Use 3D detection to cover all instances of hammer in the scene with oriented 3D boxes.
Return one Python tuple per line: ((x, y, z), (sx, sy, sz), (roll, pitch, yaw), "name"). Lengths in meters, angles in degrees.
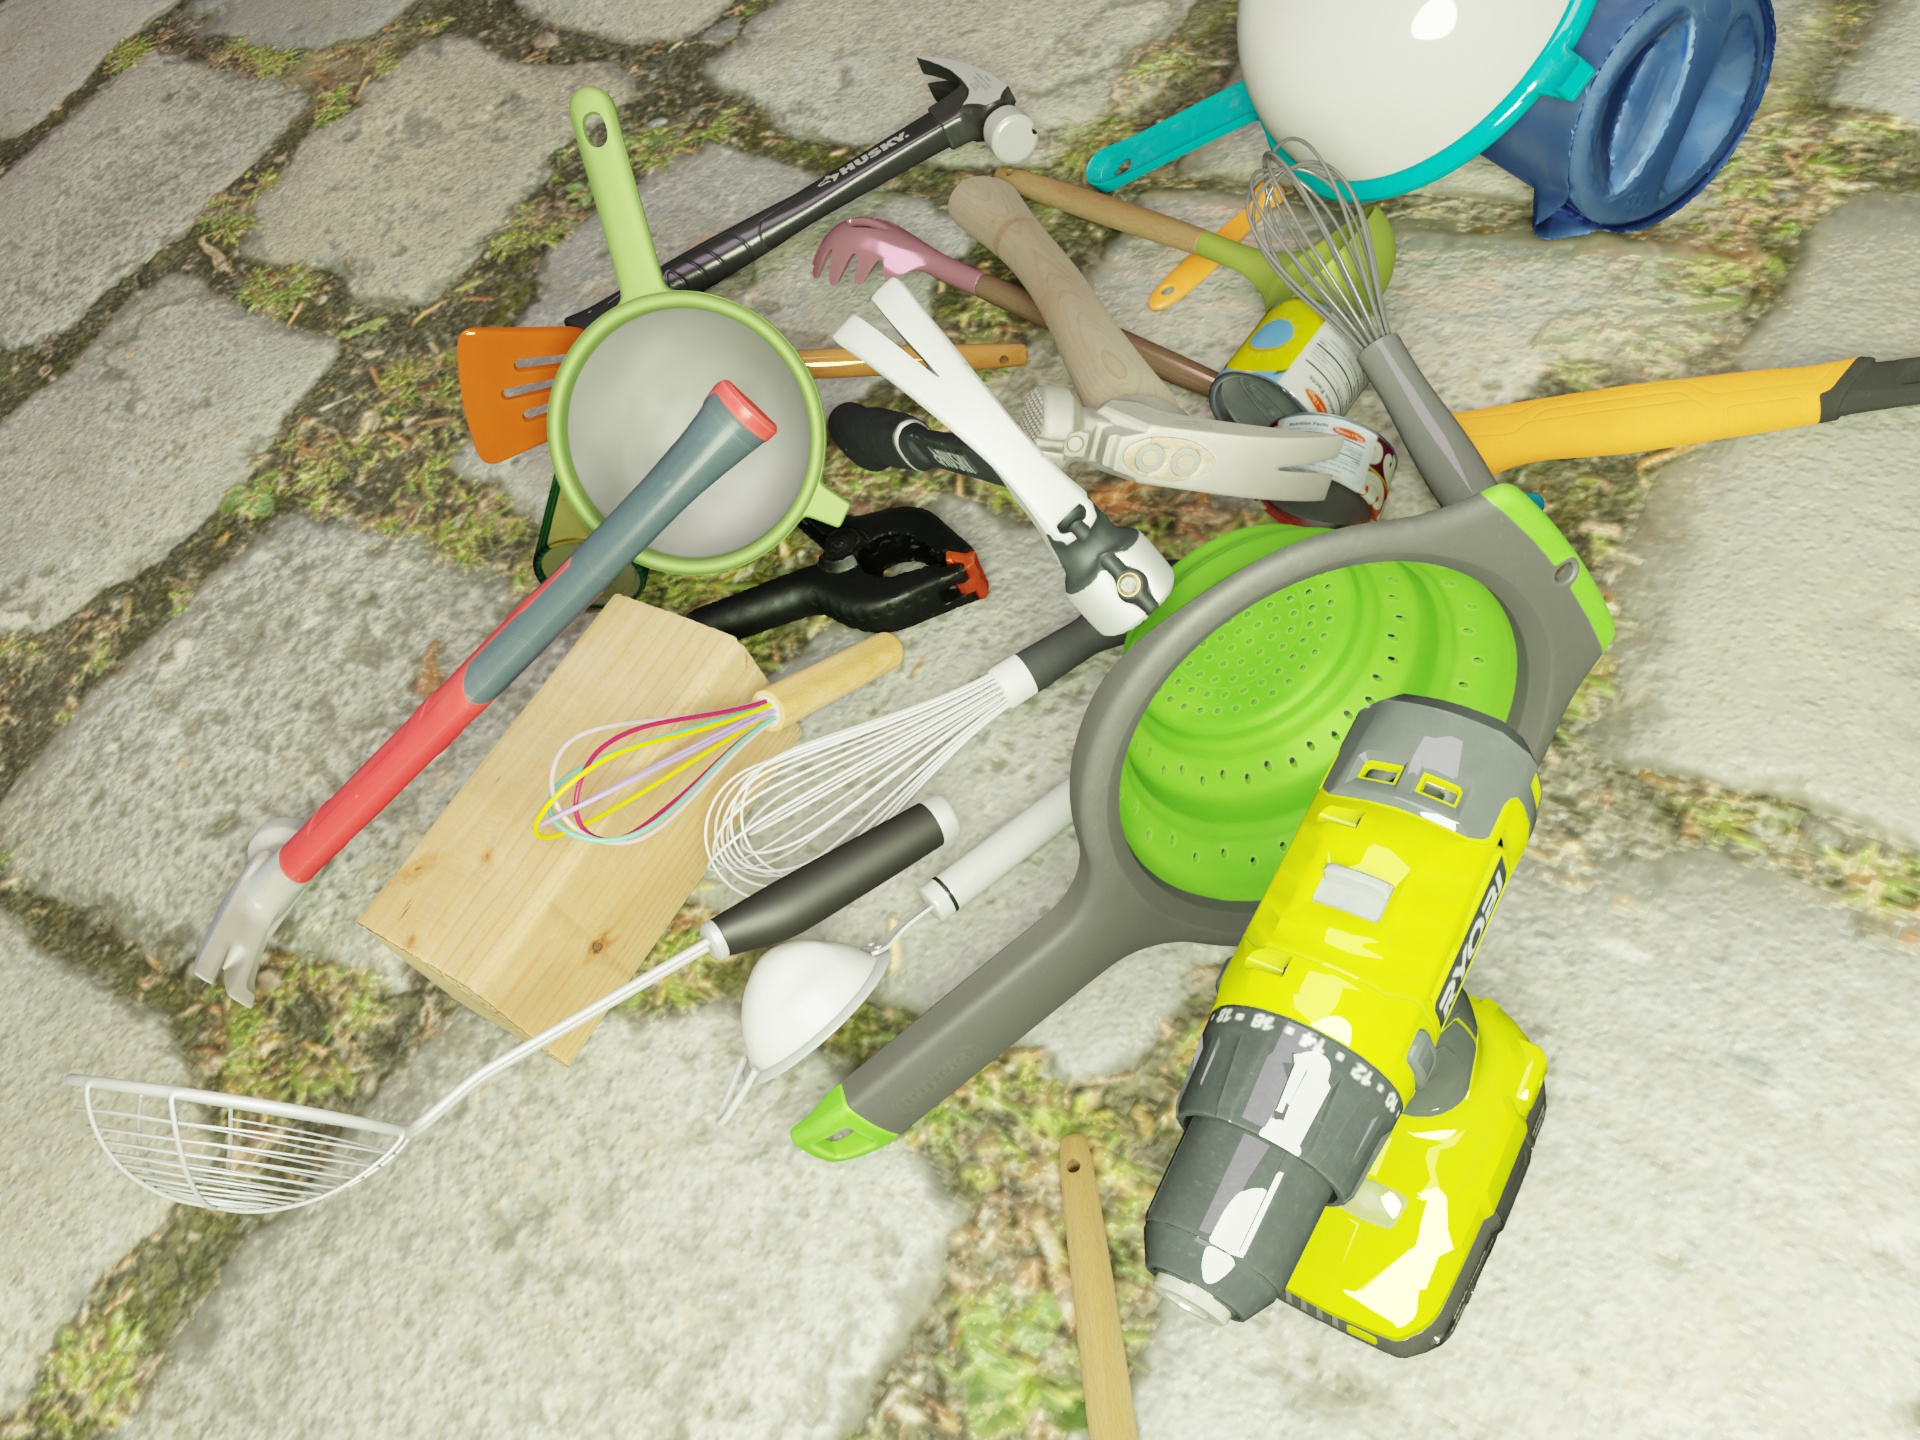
((0.067, -0.222, 0.855), (0.146, 0.038, 0.411), (4, 32, -15), "hammer")
((0.389, -0.159, 0.752), (0.337, 0.034, 0.127), (-6, 55, 17), "hammer")
((-0.021, -0.131, 0.745), (0.036, 0.149, 0.409), (-44, 17, 0), "hammer")
((-0.237, -0.018, 0.792), (0.386, 0.038, 0.143), (-43, 25, 11), "hammer")
((-0.118, -0.341, 1.072), (0.335, 0.035, 0.146), (-29, 44, 2), "hammer")

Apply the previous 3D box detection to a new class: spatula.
((-0.120, -0.200, 0.918), (0.322, 0.081, 0.041), (-4, 34, -6), "spatula")

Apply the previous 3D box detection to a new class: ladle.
((0.058, 0.296, 0.563), (0.069, 0.031, 0.316), (-13, 51, 9), "ladle")
((0.120, -0.294, 0.930), (0.078, 0.062, 0.320), (-48, 48, -8), "ladle")

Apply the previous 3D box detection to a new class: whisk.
((0.205, -0.181, 0.770), (0.055, 0.055, 0.239), (-27, 77, 1), "whisk")
((-0.001, -0.002, 0.784), (0.284, 0.070, 0.070), (-32, 51, -9), "whisk")
((-0.104, 0.001, 0.751), (0.051, 0.047, 0.245), (20, 31, 29), "whisk")

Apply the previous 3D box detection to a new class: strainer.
((0.174, -0.379, 0.871), (0.340, 0.095, 0.211), (-11, 68, 46), "strainer")
((-0.158, -0.209, 0.865), (0.151, 0.256, 0.069), (-13, 12, 8), "strainer")
((-0.018, 0.085, 0.725), (0.258, 0.050, 0.087), (-36, 10, -16), "strainer")

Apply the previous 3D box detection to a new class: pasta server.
((0.033, -0.243, 0.949), (0.316, 0.040, 0.060), (31, 42, 28), "pasta server")

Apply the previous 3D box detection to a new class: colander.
((0.071, 0.040, 0.667), (0.397, 0.204, 0.095), (-41, 39, 13), "colander")

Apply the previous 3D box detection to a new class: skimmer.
((-0.171, 0.097, 0.667), (0.363, 0.127, 0.090), (-28, 83, -20), "skimmer")

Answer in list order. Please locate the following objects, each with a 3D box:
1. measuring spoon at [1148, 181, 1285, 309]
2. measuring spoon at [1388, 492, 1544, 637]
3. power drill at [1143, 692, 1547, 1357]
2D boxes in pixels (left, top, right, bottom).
((0.152, -0.285, 0.947), (0.117, 0.011, 0.021), (-45, 53, -12), "measuring spoon")
((0.232, -0.071, 0.765), (0.128, 0.021, 0.042), (-34, 63, -15), "measuring spoon")
((0.132, 0.126, 0.524), (0.080, 0.228, 0.191), (18, 65, 31), "power drill")
